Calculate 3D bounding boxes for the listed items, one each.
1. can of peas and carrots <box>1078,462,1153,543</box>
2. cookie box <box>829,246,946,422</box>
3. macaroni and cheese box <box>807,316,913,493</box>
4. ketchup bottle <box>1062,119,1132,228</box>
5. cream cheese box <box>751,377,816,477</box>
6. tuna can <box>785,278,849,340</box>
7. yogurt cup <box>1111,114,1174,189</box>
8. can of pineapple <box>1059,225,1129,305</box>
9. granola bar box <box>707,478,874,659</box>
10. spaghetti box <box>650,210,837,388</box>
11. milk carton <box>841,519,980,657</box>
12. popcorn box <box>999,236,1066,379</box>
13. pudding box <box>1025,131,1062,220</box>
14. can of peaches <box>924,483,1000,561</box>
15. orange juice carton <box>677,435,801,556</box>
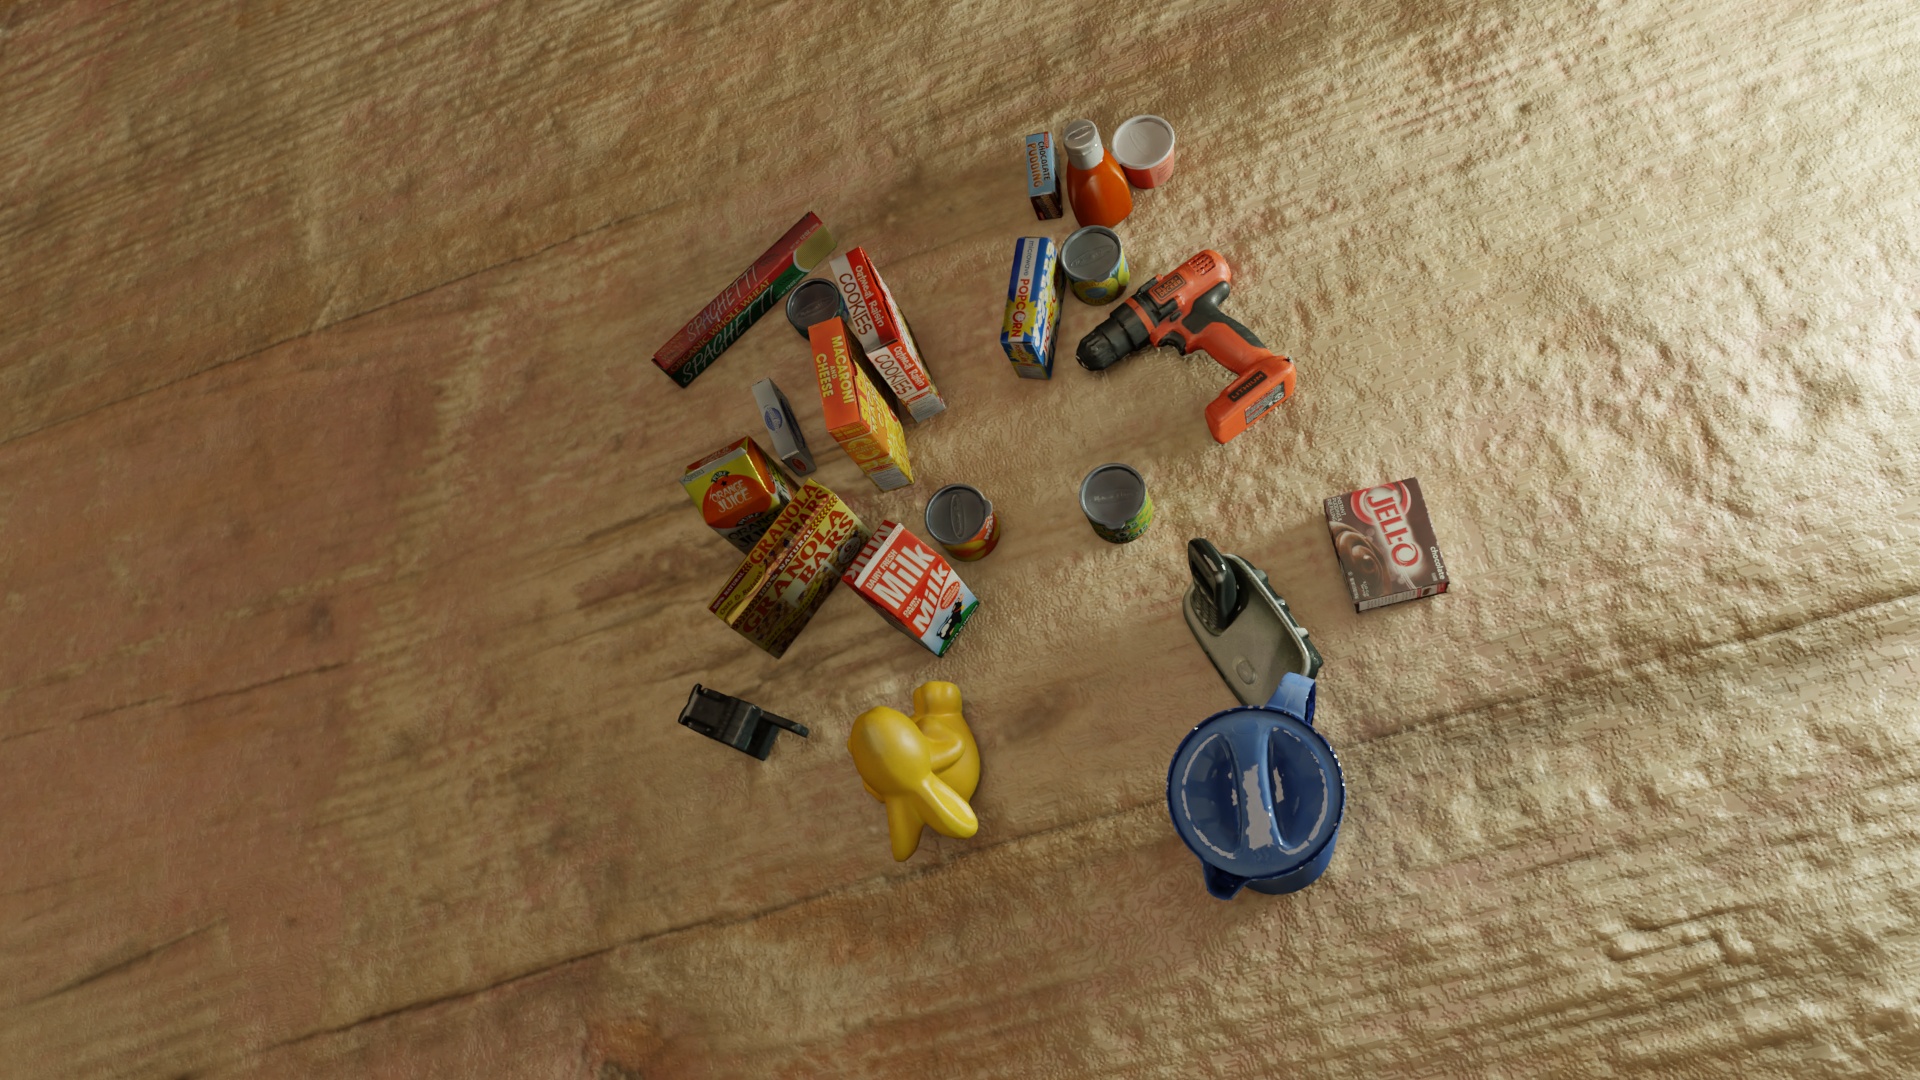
[{"bbox_3d":[0.156,-0.034,1.379,0.071,0.058,0.071,-5,69,14],"label":"can of peas and carrots"},{"bbox_3d":[-0.074,-0.213,1.453,0.040,0.167,0.123,-25,65,6],"label":"cookie box"},{"bbox_3d":[-0.101,-0.138,1.432,0.040,0.166,0.124,-17,67,10],"label":"macaroni and cheese box"},{"bbox_3d":[0.140,-0.385,1.466,0.065,0.148,0.044,-24,66,7],"label":"ketchup bottle"},{"bbox_3d":[-0.193,-0.123,1.516,0.024,0.053,0.104,-27,65,5],"label":"cream cheese box"},{"bbox_3d":[-0.160,-0.258,1.569,0.071,0.032,0.071,-5,69,14],"label":"tuna can"},{"bbox_3d":[0.202,-0.420,1.513,0.072,0.054,0.072,-5,69,14],"label":"yogurt cup"},{"bbox_3d":[0.144,-0.290,1.479,0.071,0.057,0.071,-5,69,14],"label":"can of pineapple"},{"bbox_3d":[-0.170,0.030,1.413,0.039,0.124,0.166,34,83,24],"label":"granola bar box"},{"bbox_3d":[-0.246,-0.274,1.590,0.250,0.050,0.029,-44,65,-3],"label":"spaghetti box"},{"bbox_3d":[-0.051,0.043,1.337,0.073,0.190,0.072,32,82,24],"label":"milk carton"},{"bbox_3d":[0.078,-0.245,1.466,0.038,0.085,0.127,4,71,18],"label":"popcorn box"},{"bbox_3d":[0.093,-0.405,1.541,0.030,0.049,0.084,-8,68,14],"label":"pudding box"},{"bbox_3d":[0.005,-0.018,1.416,0.071,0.058,0.071,-5,69,14],"label":"can of peaches"},{"bbox_3d":[-0.215,-0.042,1.415,0.072,0.192,0.073,-26,65,6],"label":"orange juice carton"}]
